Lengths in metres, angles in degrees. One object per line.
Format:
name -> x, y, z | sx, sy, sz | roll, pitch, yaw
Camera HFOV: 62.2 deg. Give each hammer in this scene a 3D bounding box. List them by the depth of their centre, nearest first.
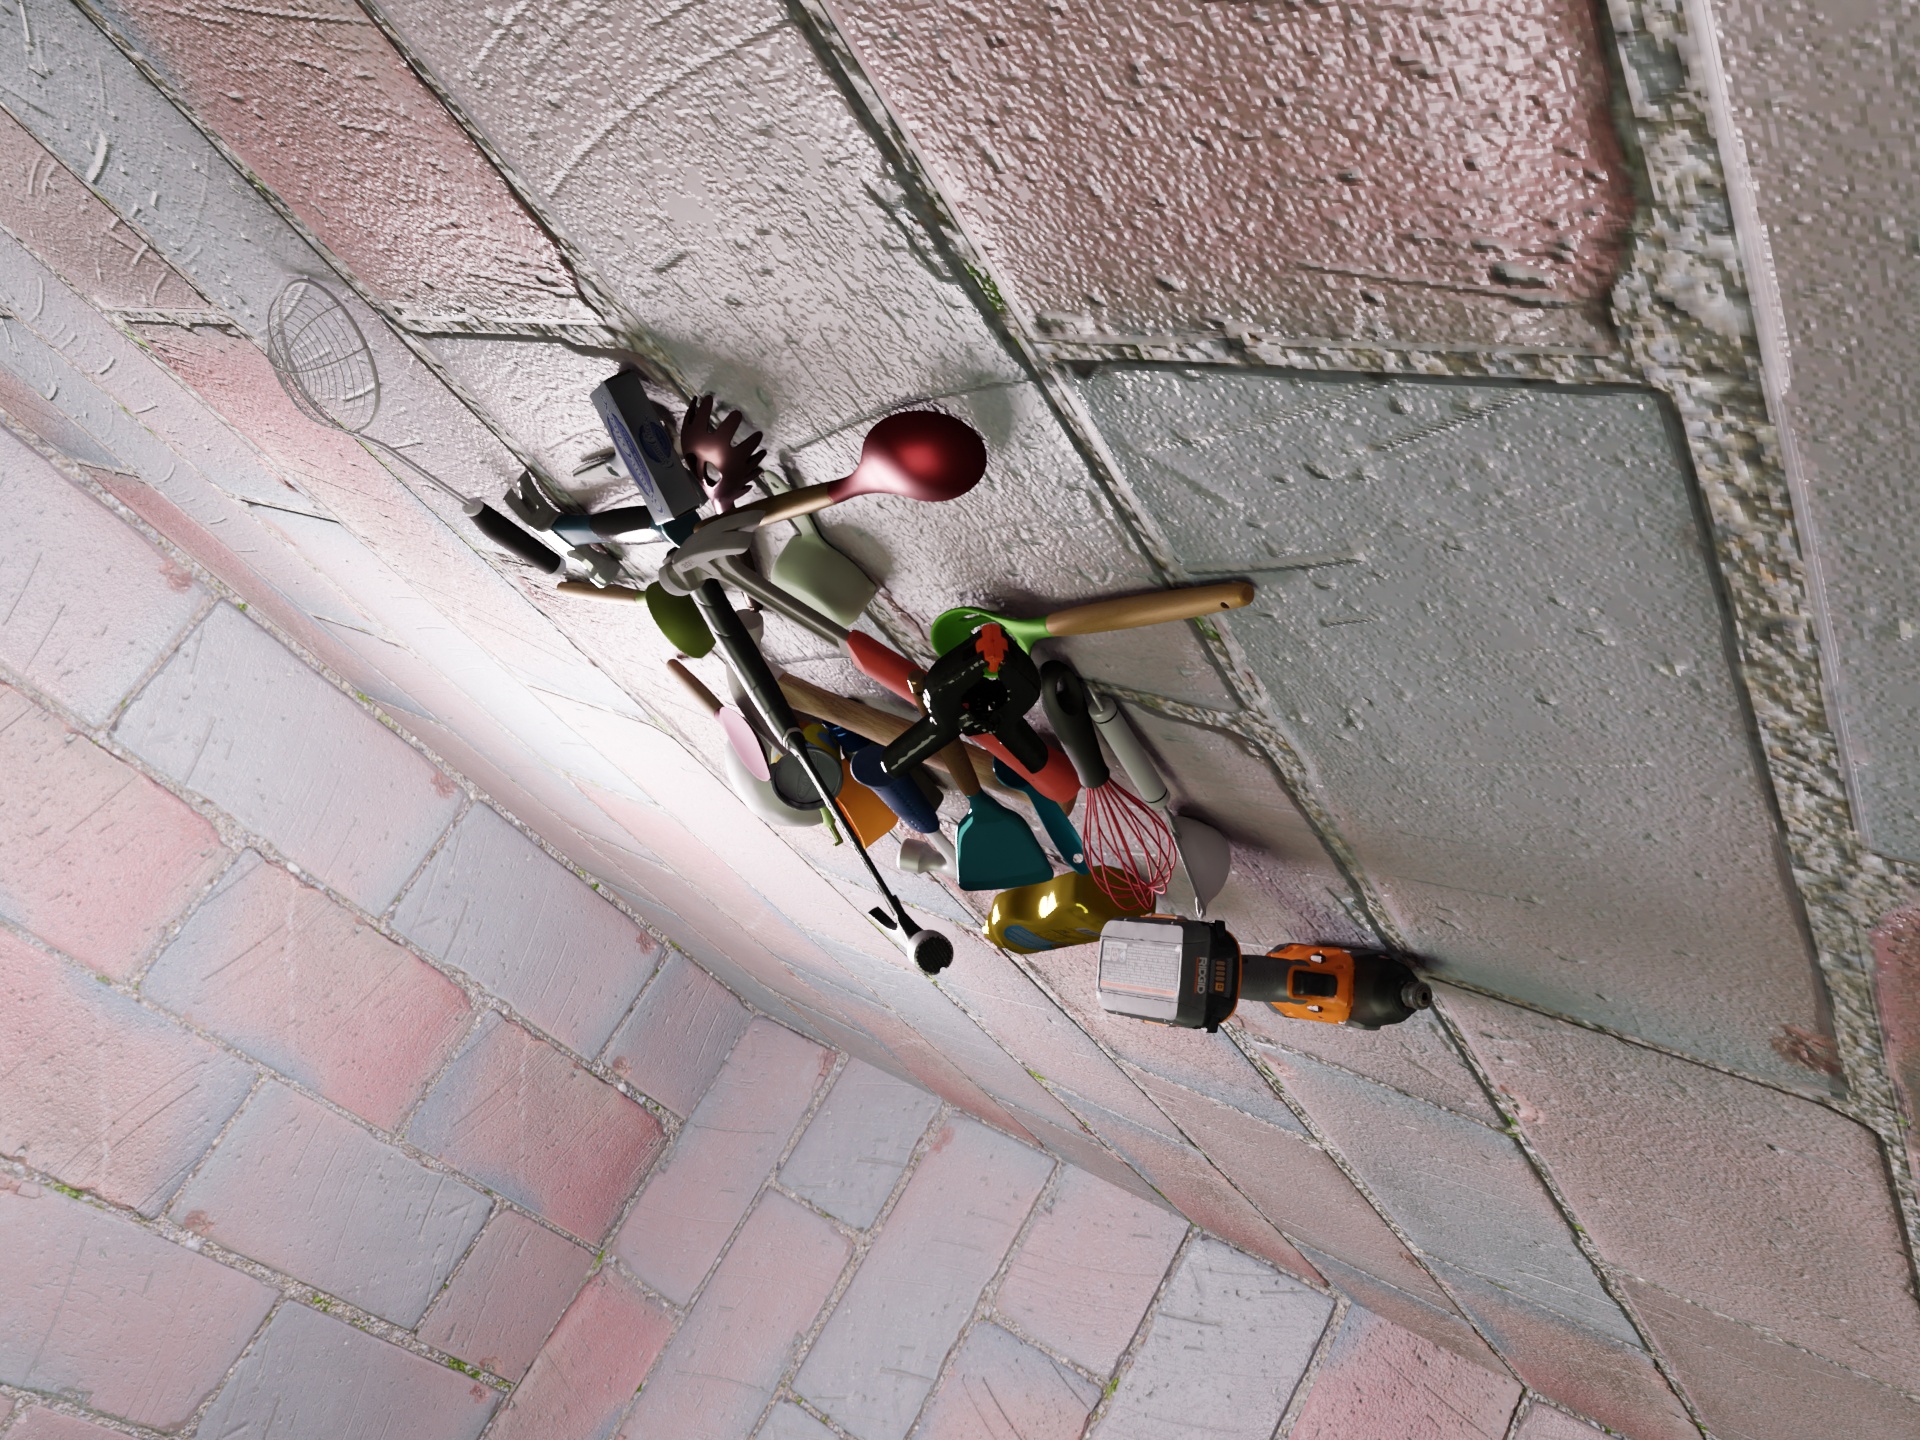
hammer -> -0.044, -0.037, 1.162 | 0.358, 0.037, 0.149 | 32, 158, -25
hammer -> -0.286, -0.157, 1.301 | 0.128, 0.033, 0.331 | 41, 164, -27
hammer -> -0.132, 0.030, 1.343 | 0.408, 0.036, 0.149 | 61, 168, -13
hammer -> -0.055, 0.012, 1.353 | 0.331, 0.031, 0.130 | 21, 135, 18
hammer -> -0.023, 0.094, 1.404 | 0.144, 0.035, 0.405 | 12, 166, 13

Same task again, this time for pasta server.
pasta server -> -0.166, -0.147, 1.187 | 0.060, 0.040, 0.316 | 30, 165, 8

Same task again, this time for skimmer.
skimmer -> -0.461, -0.244, 1.408 | 0.127, 0.090, 0.362 | 15, 165, 34

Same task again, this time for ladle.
ladle -> -0.093, -0.144, 1.017 | 0.069, 0.031, 0.315 | 39, 156, -29
ladle -> -0.316, -0.106, 1.482 | 0.320, 0.062, 0.078 | 12, 152, 53

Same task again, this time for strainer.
strainer -> 0.150, 0.061, 1.174 | 0.258, 0.050, 0.087 | 54, -164, -37
strainer -> -0.201, 0.021, 1.537 | 0.152, 0.069, 0.256 | 47, 164, 41

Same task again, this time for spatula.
spatula -> 0.005, 0.050, 1.219 | 0.082, 0.044, 0.317 | -8, 151, 10

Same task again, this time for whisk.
whisk -> 0.106, 0.052, 1.199 | 0.073, 0.073, 0.295 | 19, 152, 35

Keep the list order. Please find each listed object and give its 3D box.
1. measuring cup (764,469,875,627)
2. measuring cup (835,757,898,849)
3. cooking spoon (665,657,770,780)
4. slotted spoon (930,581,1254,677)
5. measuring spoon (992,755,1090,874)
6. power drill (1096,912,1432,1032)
measuring cup -> -0.117, -0.120, 1.147 | 0.083, 0.038, 0.167 | 24, 162, 25
measuring cup -> -0.122, 0.042, 1.570 | 0.173, 0.052, 0.095 | 57, 166, 4
cooking spoon -> -0.232, -0.013, 1.497 | 0.319, 0.017, 0.068 | 34, 145, 60
slotted spoon -> 0.077, -0.062, 1.006 | 0.070, 0.031, 0.314 | 40, 158, -23
measuring spoon -> 0.068, 0.069, 1.283 | 0.128, 0.042, 0.021 | 58, 179, -9
power drill -> 0.237, 0.198, 1.217 | 0.226, 0.084, 0.164 | 10, 172, -29
